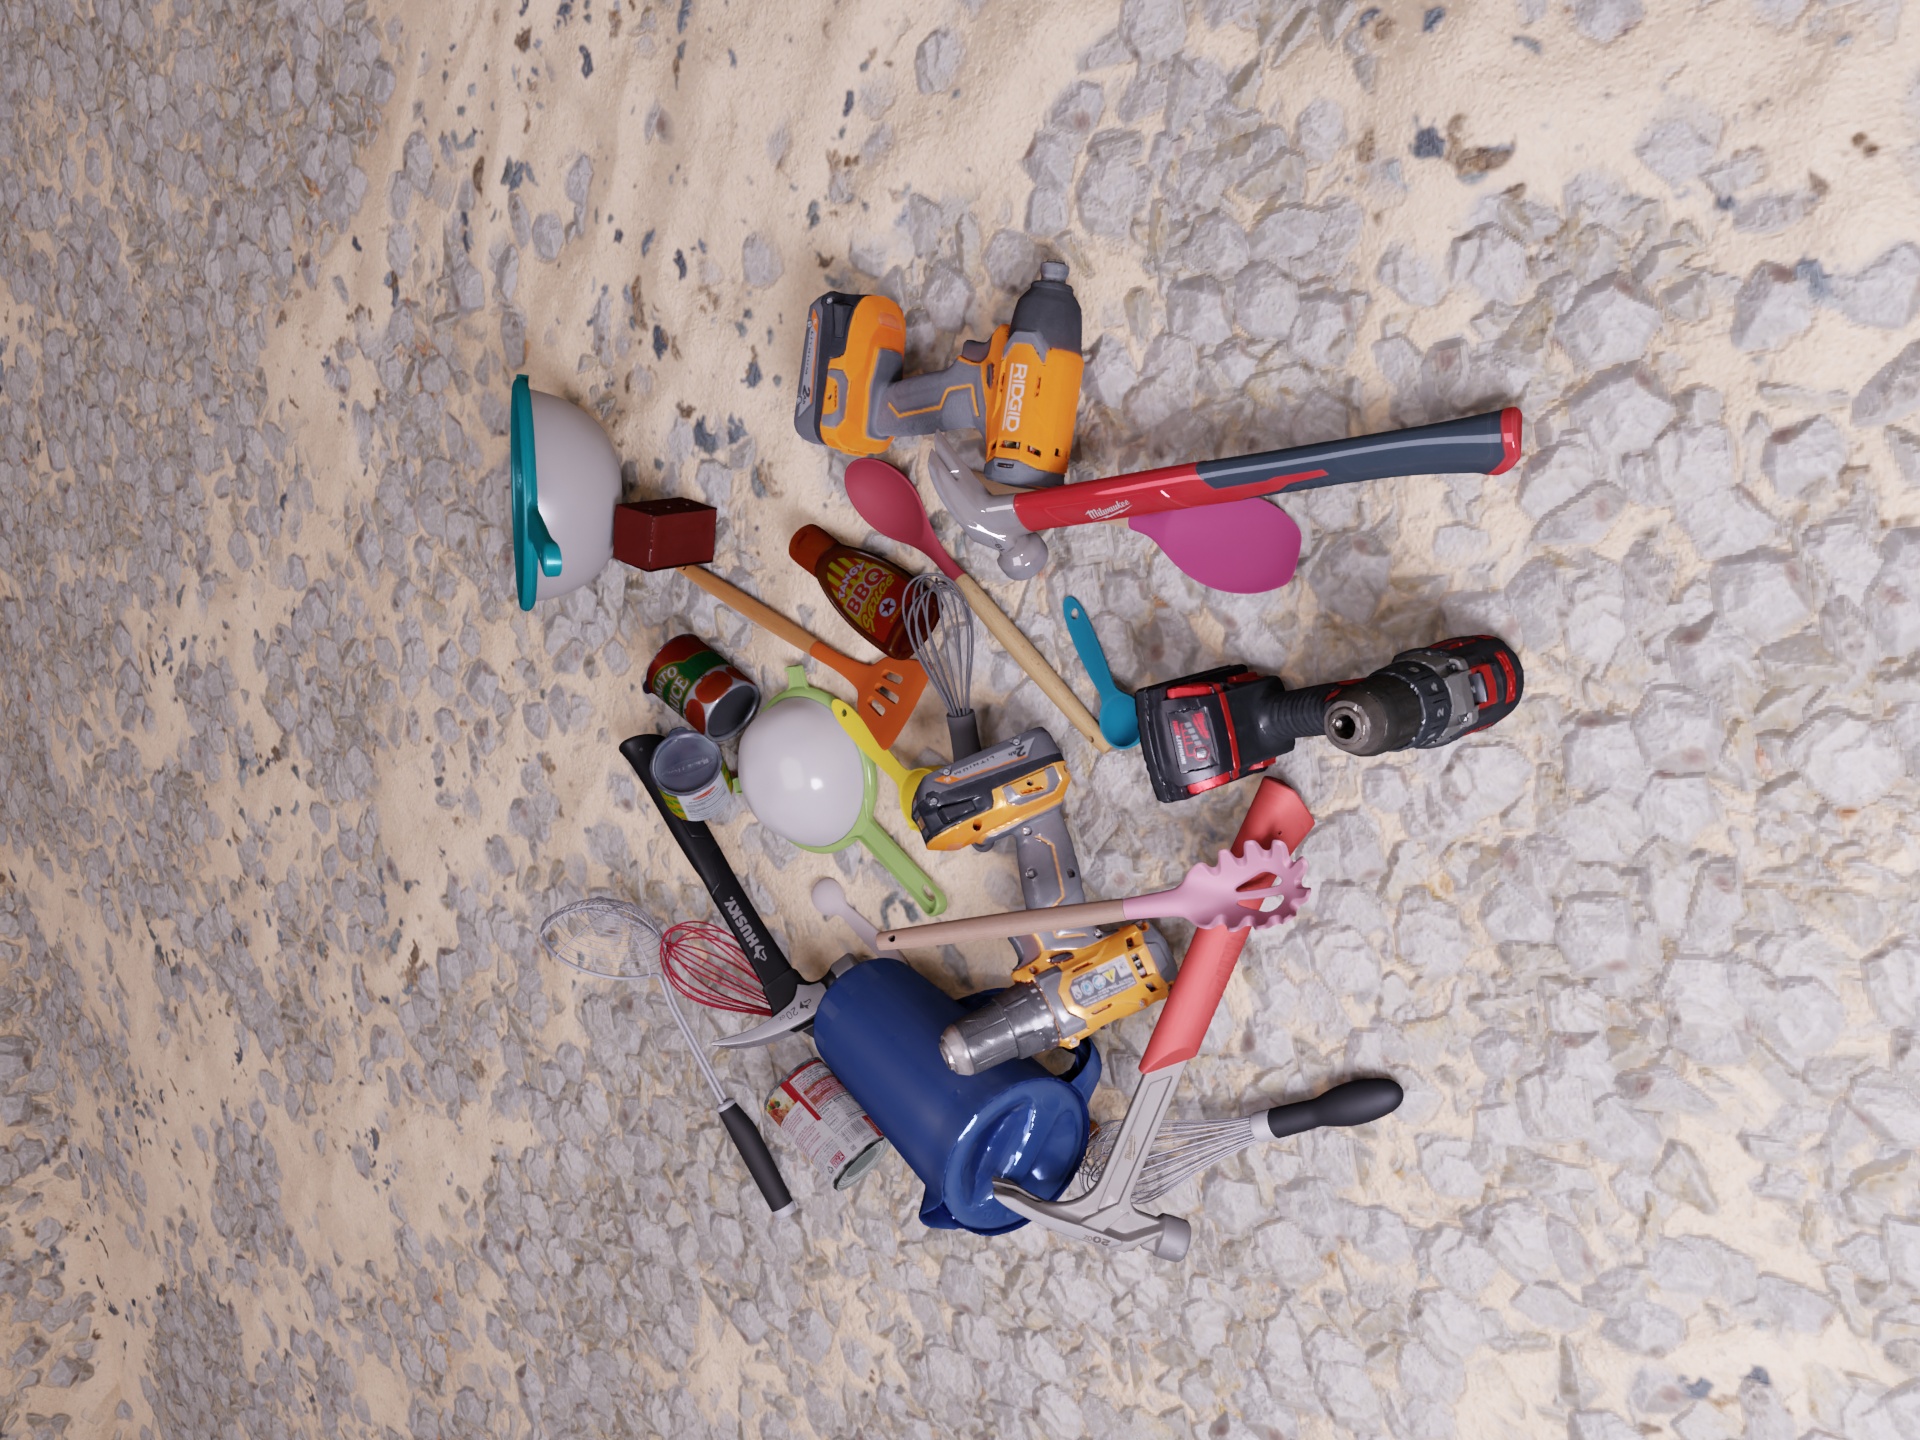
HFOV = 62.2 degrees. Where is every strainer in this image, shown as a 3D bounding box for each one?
[{"bbox_3d":[-0.341,-0.184,1.408,0.341,0.095,0.211,-133,44,-62],"label":"strainer"},{"bbox_3d":[-0.114,0.083,1.366,0.257,0.069,0.151,44,123,25],"label":"strainer"}]

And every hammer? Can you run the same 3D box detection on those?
[{"bbox_3d":[0.152,0.206,1.129,0.149,0.037,0.359,20,98,-6],"label":"hammer"},{"bbox_3d":[0.166,-0.167,1.049,0.386,0.143,0.038,-5,57,31],"label":"hammer"},{"bbox_3d":[-0.228,0.146,1.464,0.146,0.035,0.335,-36,67,0],"label":"hammer"}]

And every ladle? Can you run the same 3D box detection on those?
[{"bbox_3d":[0.015,-0.093,1.252,0.316,0.031,0.069,50,144,16],"label":"ladle"}]

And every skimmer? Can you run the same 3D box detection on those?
[{"bbox_3d":[-0.278,0.328,1.538,0.090,0.127,0.363,-29,90,22],"label":"skimmer"}]

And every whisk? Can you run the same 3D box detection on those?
[{"bbox_3d":[0.199,0.306,1.179,0.284,0.070,0.070,-26,83,34],"label":"whisk"},{"bbox_3d":[-0.163,0.262,1.456,0.296,0.073,0.073,23,114,27],"label":"whisk"},{"bbox_3d":[-0.003,-0.004,1.260,0.055,0.055,0.238,4,114,38],"label":"whisk"}]

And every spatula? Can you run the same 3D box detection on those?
[{"bbox_3d":[-0.146,-0.075,1.376,0.323,0.041,0.081,31,94,31],"label":"spatula"}]

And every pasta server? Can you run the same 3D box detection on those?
[{"bbox_3d":[0.086,0.133,1.105,0.316,0.040,0.060,-10,71,18],"label":"pasta server"}]

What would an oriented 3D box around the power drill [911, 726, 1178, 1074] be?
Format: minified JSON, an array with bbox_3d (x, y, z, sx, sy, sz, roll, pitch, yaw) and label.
[{"bbox_3d":[0.038,0.140,1.193,0.226,0.185,0.084,64,167,10],"label":"power drill"}]

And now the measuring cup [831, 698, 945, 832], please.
[{"bbox_3d":[-0.052,0.033,1.335,0.157,0.029,0.062,46,124,25],"label":"measuring cup"}]

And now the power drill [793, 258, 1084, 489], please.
[{"bbox_3d":[-0.010,-0.268,1.198,0.227,0.084,0.164,14,99,32],"label":"power drill"}]

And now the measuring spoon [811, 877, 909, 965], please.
[{"bbox_3d":[-0.090,0.186,1.403,0.124,0.018,0.034,40,122,24],"label":"measuring spoon"}]

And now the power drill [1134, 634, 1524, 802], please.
[{"bbox_3d":[0.220,-0.002,1.010,0.227,0.188,0.080,-11,93,44],"label":"power drill"}]

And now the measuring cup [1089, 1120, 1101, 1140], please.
[{"bbox_3d":[0.036,0.348,1.316,0.173,0.052,0.095,-15,91,42],"label":"measuring cup"}]

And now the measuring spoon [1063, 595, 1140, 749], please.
[{"bbox_3d":[0.110,-0.038,1.200,0.042,0.021,0.129,-37,68,38],"label":"measuring spoon"}]

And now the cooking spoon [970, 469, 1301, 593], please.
[{"bbox_3d":[0.106,-0.154,1.172,0.319,0.017,0.068,19,103,34],"label":"cooking spoon"}]
